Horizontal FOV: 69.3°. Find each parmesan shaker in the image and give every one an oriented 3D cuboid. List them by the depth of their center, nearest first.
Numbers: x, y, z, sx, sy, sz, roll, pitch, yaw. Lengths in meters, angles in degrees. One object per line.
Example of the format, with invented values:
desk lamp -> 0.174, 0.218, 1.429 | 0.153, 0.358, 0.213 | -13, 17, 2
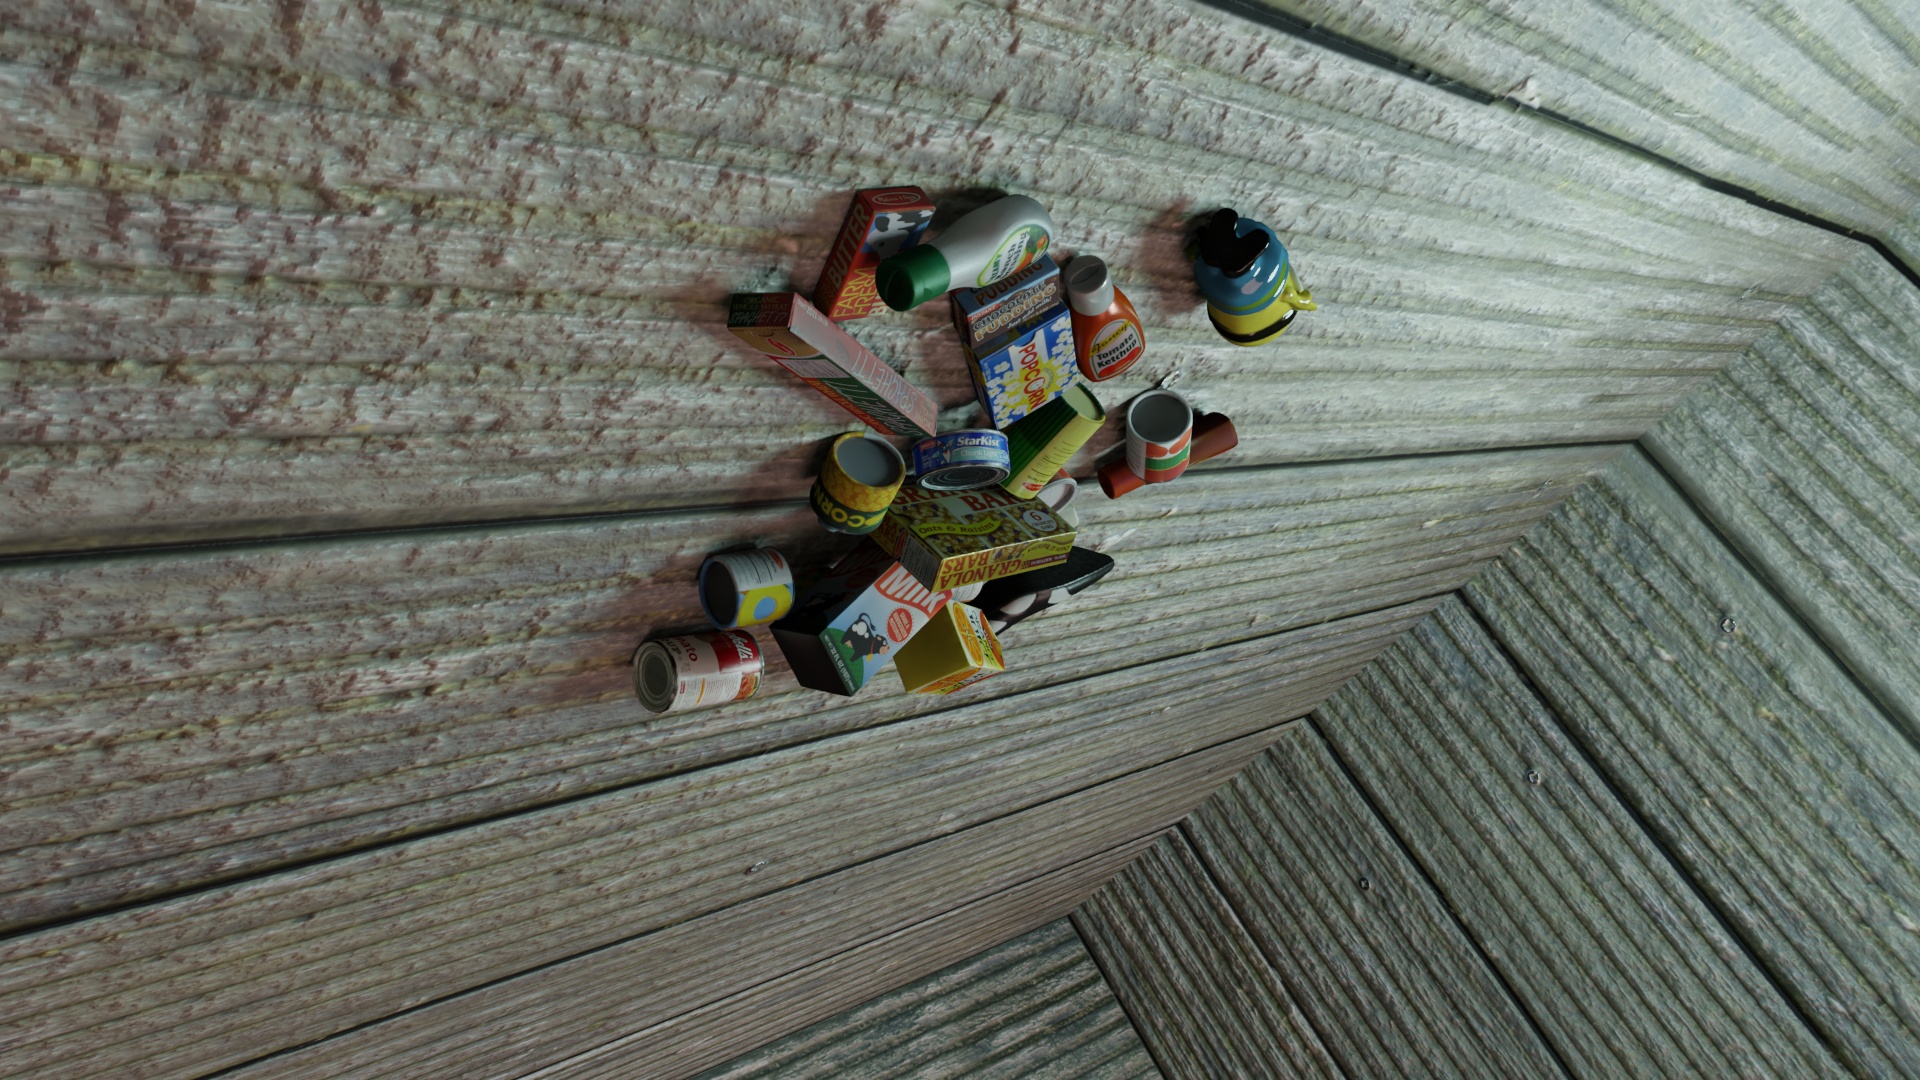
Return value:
parmesan shaker -> 0.077, -0.096, 1.269 | 0.071, 0.071, 0.102 | 1, 139, -52

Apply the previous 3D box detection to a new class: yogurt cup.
yogurt cup -> 0.072, -0.056, 1.356 | 0.072, 0.054, 0.072 | -27, 156, -13

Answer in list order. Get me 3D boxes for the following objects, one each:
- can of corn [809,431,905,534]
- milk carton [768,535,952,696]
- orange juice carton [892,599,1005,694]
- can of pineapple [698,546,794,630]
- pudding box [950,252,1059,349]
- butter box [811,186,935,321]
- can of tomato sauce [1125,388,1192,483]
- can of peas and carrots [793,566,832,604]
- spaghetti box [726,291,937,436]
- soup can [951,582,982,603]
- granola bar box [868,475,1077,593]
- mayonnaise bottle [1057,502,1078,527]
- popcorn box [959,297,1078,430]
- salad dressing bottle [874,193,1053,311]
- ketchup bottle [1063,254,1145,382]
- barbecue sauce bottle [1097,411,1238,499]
can of corn -> -0.087, -0.047, 1.153 | 0.071, 0.071, 0.058 | -14, 149, -37
milk carton -> -0.076, 0.052, 1.269 | 0.191, 0.073, 0.072 | -43, 122, -35
orange juice carton -> -0.010, 0.112, 1.415 | 0.072, 0.073, 0.192 | -24, 168, 10
can of pineapple -> -0.186, 0.043, 1.205 | 0.058, 0.071, 0.070 | -10, 147, -41
pudding box -> 0.035, -0.189, 1.078 | 0.084, 0.030, 0.049 | -29, 155, -10
butter box -> -0.061, -0.195, 0.953 | 0.053, 0.024, 0.103 | -15, 151, -38
can of tomato sauce -> 0.202, -0.106, 1.407 | 0.071, 0.071, 0.082 | -30, 156, -7
can of peas and carrots -> -0.134, 0.066, 1.327 | 0.071, 0.059, 0.070 | -28, 157, -13
spaghetti box -> -0.086, -0.124, 1.024 | 0.050, 0.029, 0.250 | 4, 169, 23
soup can -> -0.030, 0.034, 1.394 | 0.084, 0.071, 0.071 | -8, 146, -46
granola bar box -> 0.004, -0.016, 1.256 | 0.166, 0.124, 0.038 | -11, 131, -41
mayonnaise bottle -> 0.053, 0.002, 1.460 | 0.148, 0.041, 0.064 | -33, 159, -2
popcorn box -> 0.051, -0.152, 1.161 | 0.085, 0.038, 0.126 | -30, 157, -4
salad dressing bottle -> 0.003, -0.198, 0.962 | 0.148, 0.044, 0.064 | -32, 162, -39
ketchup bottle -> 0.116, -0.188, 1.168 | 0.065, 0.043, 0.148 | -33, 156, 2
barbecue sauce bottle -> 0.218, -0.090, 1.476 | 0.149, 0.043, 0.065 | -25, -167, -13
